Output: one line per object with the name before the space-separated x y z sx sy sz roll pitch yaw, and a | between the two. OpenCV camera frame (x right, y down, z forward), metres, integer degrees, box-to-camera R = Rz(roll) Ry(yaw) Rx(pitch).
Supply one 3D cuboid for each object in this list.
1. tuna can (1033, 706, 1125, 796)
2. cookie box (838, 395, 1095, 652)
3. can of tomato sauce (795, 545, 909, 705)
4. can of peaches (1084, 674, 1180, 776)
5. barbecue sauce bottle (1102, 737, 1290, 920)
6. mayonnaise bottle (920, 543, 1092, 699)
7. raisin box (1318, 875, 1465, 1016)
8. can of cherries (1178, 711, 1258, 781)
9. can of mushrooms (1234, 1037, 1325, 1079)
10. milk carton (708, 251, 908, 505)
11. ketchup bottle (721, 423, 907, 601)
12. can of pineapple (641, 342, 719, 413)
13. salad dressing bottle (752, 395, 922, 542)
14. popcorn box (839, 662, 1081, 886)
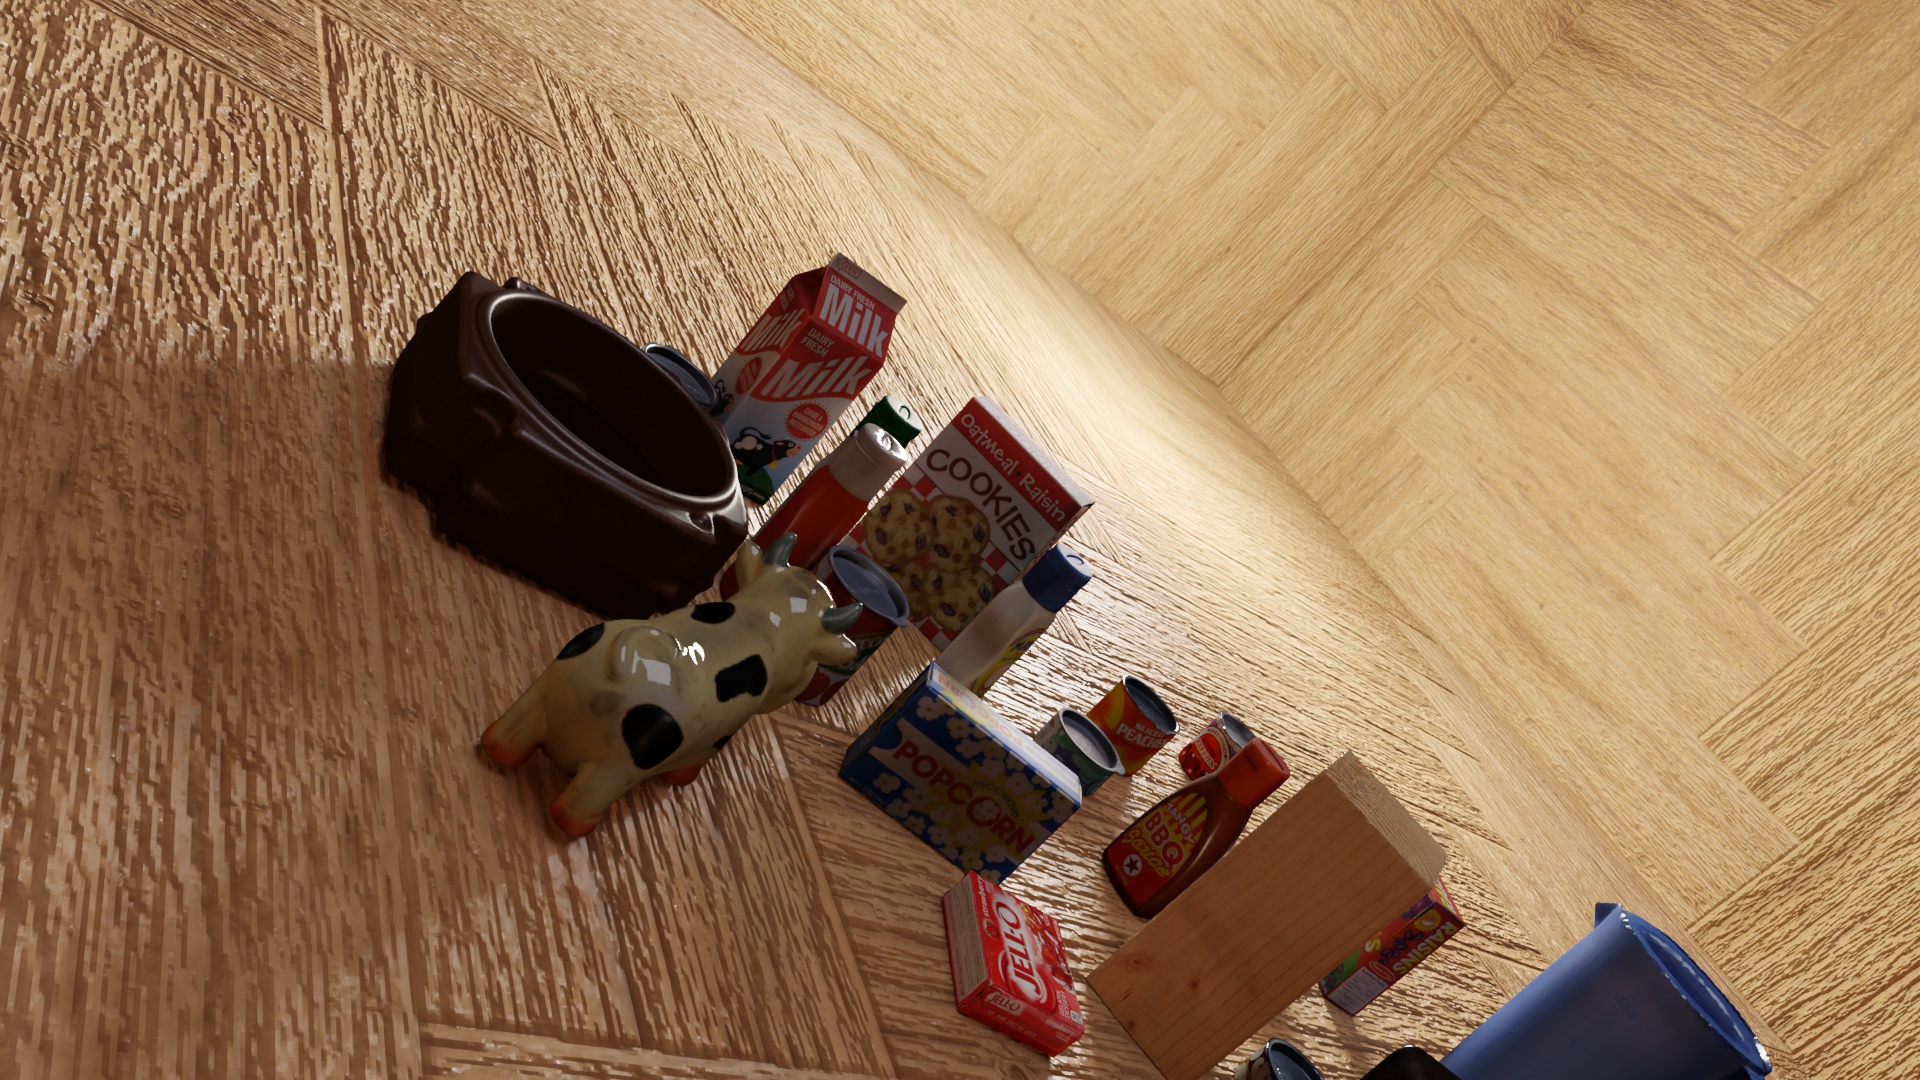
tuna can | 0.093 0.168 1.094 0.071 0.032 0.071 38 18 -15
cookie box | 0.004 -0.014 1.098 0.123 0.167 0.040 46 18 9
can of tomato sauce | -0.083 0.057 0.892 0.071 0.083 0.071 38 18 -15
can of peaches | 0.143 0.159 1.179 0.071 0.058 0.071 38 18 -15
barbecue sauce bottle | 0.170 0.202 0.991 0.043 0.148 0.065 26 24 -44
mayonnaise bottle | 0.034 0.065 1.013 0.041 0.147 0.065 50 19 21
raisin box | 0.343 0.316 1.140 0.040 0.123 0.086 39 18 -15
can of cherries | 0.245 0.202 1.296 0.071 0.058 0.072 38 18 -15
can of mushrooms | 0.212 0.362 0.903 0.071 0.033 0.071 38 18 -15
milk carton | -0.124 -0.127 1.044 0.072 0.190 0.074 31 21 -35
ketchup bottle | -0.096 -0.013 0.914 0.043 0.148 0.065 39 18 -14
can of pineapple | -0.218 -0.101 1.003 0.071 0.057 0.071 38 18 -15
salad dressing bottle | -0.087 -0.040 0.994 0.044 0.147 0.064 40 18 -9
popcorn box | 0.001 0.147 0.861 0.126 0.085 0.038 39 18 -11
